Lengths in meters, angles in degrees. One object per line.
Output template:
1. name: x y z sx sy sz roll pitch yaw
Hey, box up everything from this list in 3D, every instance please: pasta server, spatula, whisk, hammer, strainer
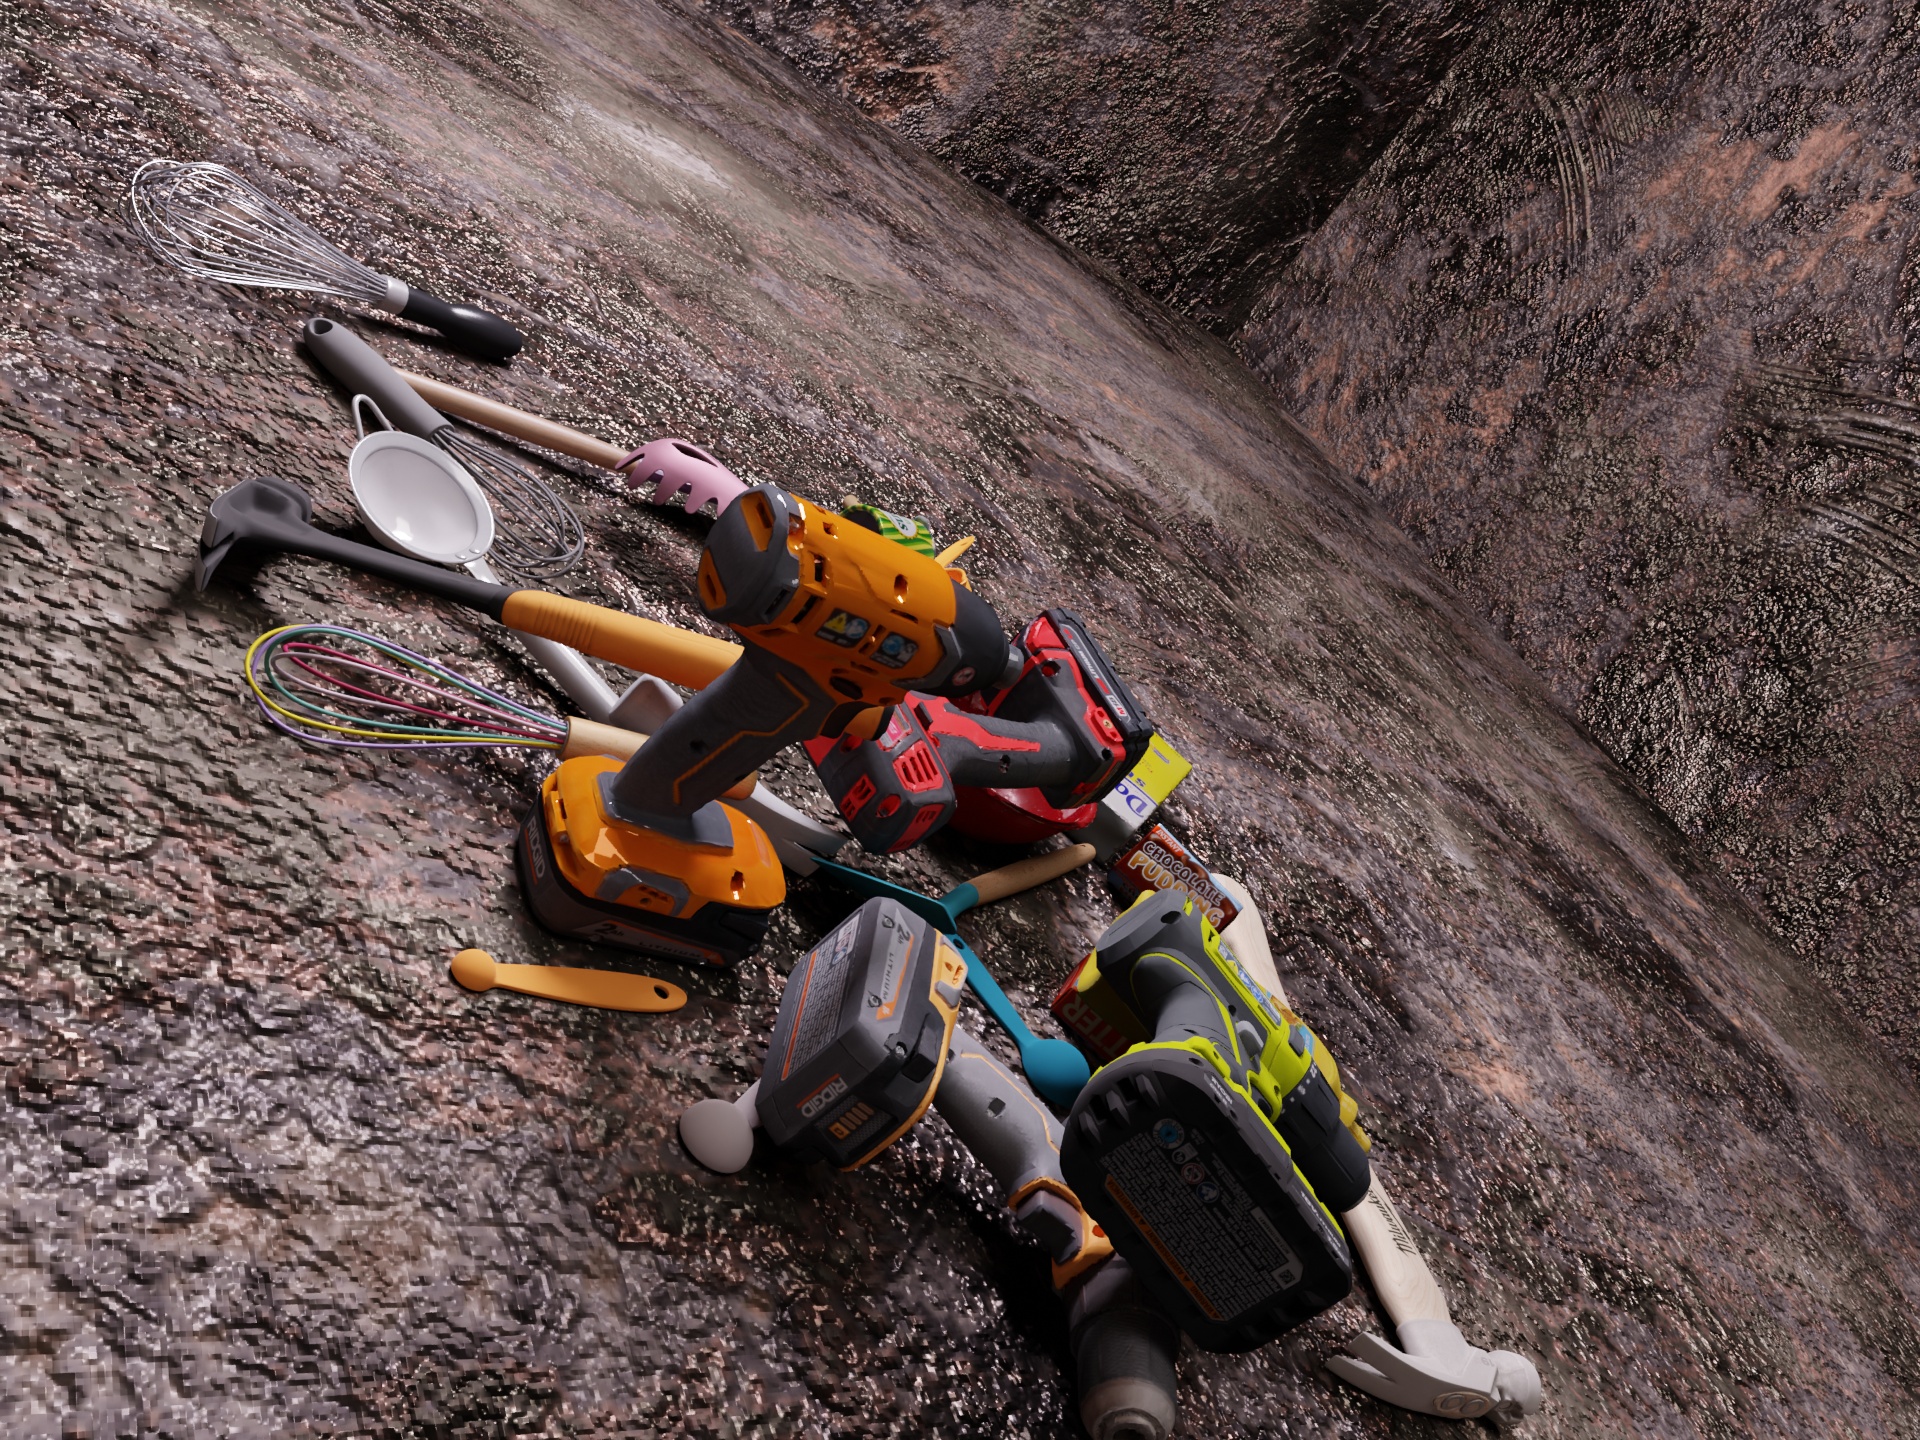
1. pasta server: -0.083 -0.094 1.054 0.316 0.040 0.060 34 20 -9
2. spatula: 0.020 0.092 0.969 0.082 0.044 0.317 16 11 25
3. whisk: -0.209 -0.001 0.756 0.244 0.051 0.047 16 24 -28
4. hammer: 0.219 0.242 1.011 0.146 0.038 0.411 24 27 -29
5. strainer: -0.249 -0.065 0.856 0.258 0.050 0.087 47 30 2
6. spatula: -0.244 -0.180 1.070 0.315 0.018 0.060 17 5 -34
7. whisk: -0.311 -0.165 0.939 0.239 0.055 0.055 41 23 15
8. whisk: -0.394 -0.283 1.017 0.284 0.070 0.070 13 35 -56
9. hammer: -0.113 -0.043 1.008 0.144 0.035 0.406 44 19 -16
10. hammer: -0.191 -0.047 0.780 0.336 0.034 0.127 16 14 -15

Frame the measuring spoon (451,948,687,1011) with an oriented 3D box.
1. measuring spoon: -0.166 0.113 0.693 0.116 0.011 0.021 17 32 -42

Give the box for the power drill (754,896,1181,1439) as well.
1. power drill: 0.017 0.205 0.715 0.226 0.084 0.185 42 22 -16

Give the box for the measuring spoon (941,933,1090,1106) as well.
1. measuring spoon: 0.031 0.160 0.893 0.129 0.021 0.042 50 25 24

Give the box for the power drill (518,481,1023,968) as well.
1. power drill: -0.083 0.011 0.728 0.164 0.226 0.084 21 30 -38

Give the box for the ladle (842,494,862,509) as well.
1. ladle: -0.006 -0.098 1.230 0.078 0.062 0.320 19 24 -47

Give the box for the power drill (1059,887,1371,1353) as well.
1. power drill: 0.132 0.195 0.765 0.190 0.080 0.228 52 17 -1

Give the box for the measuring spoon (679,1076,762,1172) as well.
1. measuring spoon: -0.083 0.166 0.715 0.034 0.018 0.124 44 23 10

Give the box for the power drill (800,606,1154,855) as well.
1. power drill: -0.001 -0.003 0.939 0.219 0.078 0.143 -8 57 -44

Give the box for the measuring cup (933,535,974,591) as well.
1. measuring cup: -0.014 -0.084 1.162 0.052 0.095 0.174 68 28 -18
